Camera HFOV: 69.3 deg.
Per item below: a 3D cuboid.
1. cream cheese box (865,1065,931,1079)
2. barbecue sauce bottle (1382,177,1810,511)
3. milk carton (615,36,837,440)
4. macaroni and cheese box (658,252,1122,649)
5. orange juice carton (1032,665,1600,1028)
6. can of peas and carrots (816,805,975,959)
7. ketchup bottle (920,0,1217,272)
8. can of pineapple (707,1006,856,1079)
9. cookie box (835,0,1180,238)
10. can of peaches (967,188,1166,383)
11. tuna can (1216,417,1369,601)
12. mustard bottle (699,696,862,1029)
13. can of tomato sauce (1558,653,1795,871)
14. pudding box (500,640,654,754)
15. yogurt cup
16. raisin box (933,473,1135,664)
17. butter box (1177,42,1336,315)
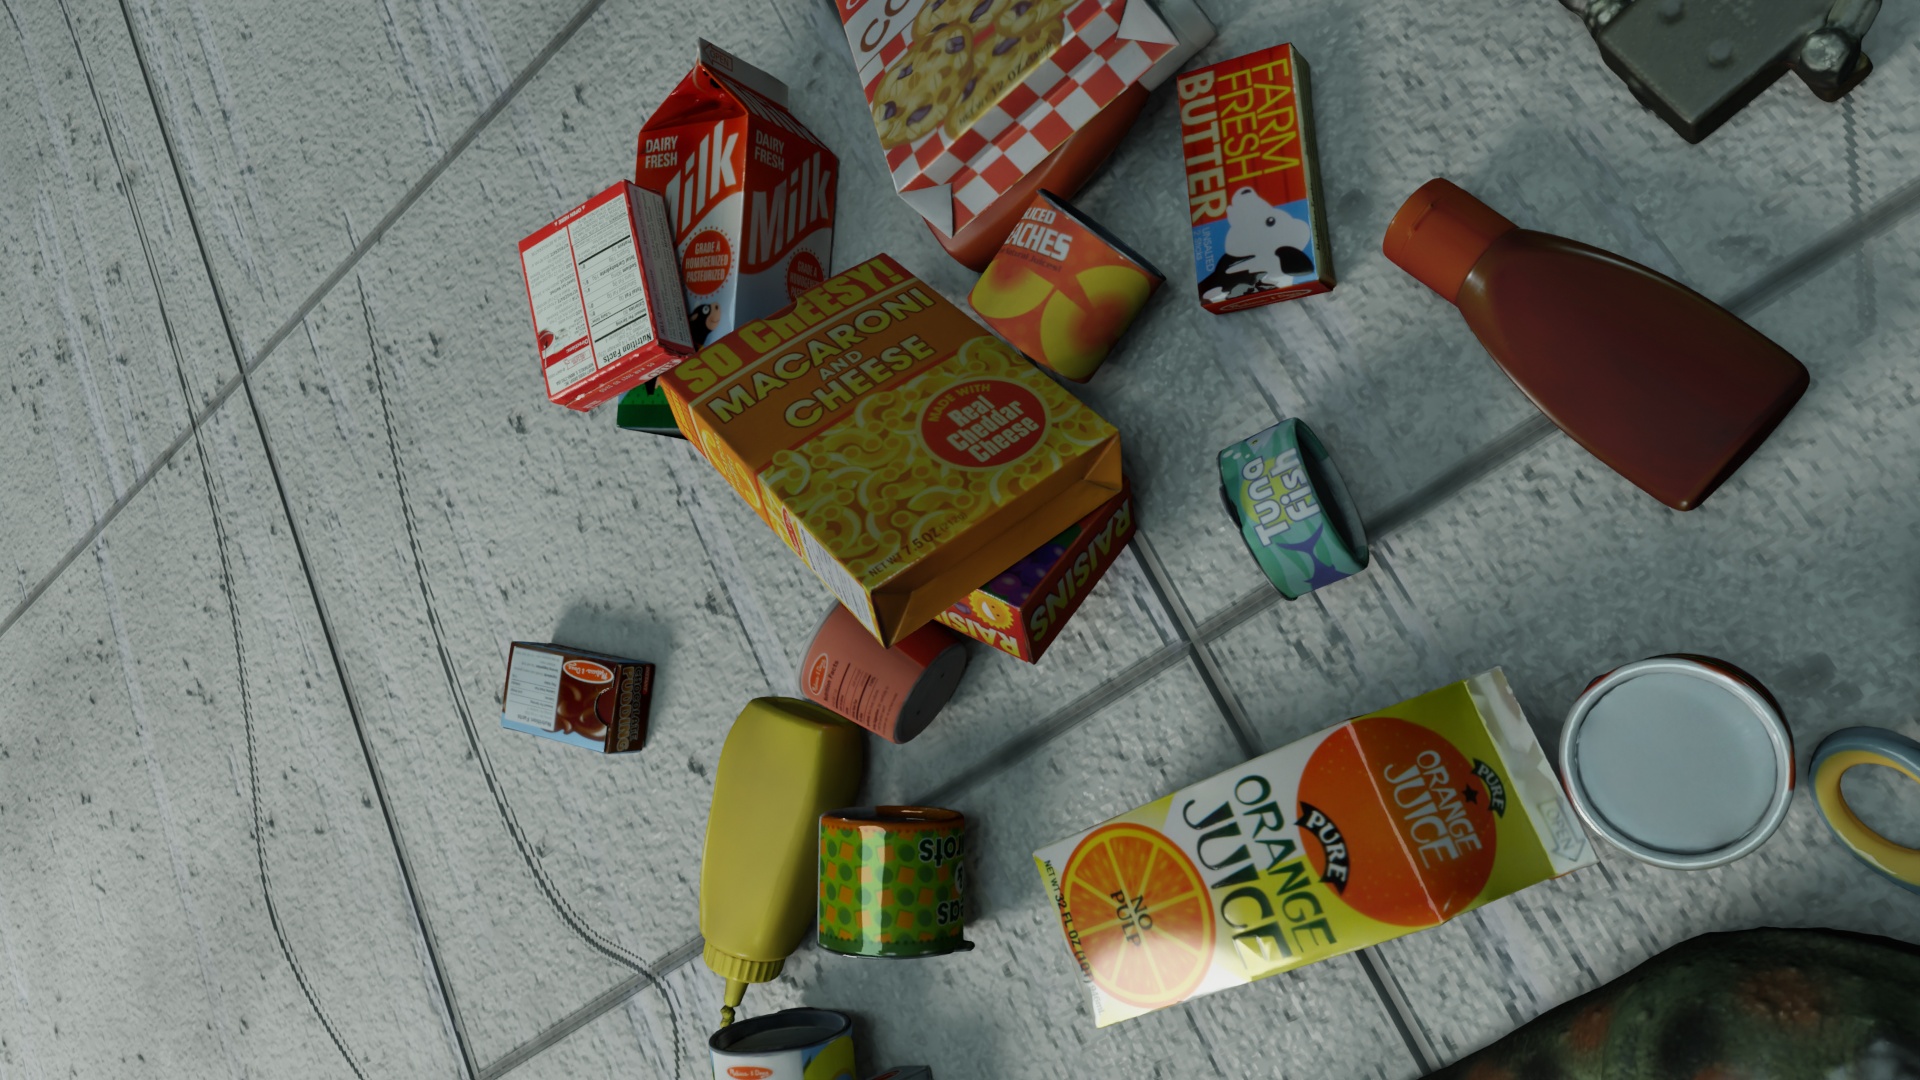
[{"bbox_3d":[-0.026,0.291,0.613,0.024,0.053,0.104,-19,76,30],"label":"cream cheese box"},{"bbox_3d":[0.222,-0.079,0.506,0.149,0.044,0.064,45,108,26],"label":"barbecue sauce bottle"},{"bbox_3d":[-0.114,-0.145,0.691,0.073,0.072,0.190,3,87,31],"label":"milk carton"},{"bbox_3d":[-0.032,-0.047,0.589,0.124,0.040,0.167,-33,53,-20],"label":"macaroni and cheese box"},{"bbox_3d":[0.127,0.114,0.511,0.192,0.073,0.072,-32,71,35],"label":"orange juice carton"},{"bbox_3d":[-0.029,0.151,0.620,0.071,0.071,0.059,-3,84,30],"label":"can of peas and carrots"},{"bbox_3d":[0.045,-0.189,0.619,0.148,0.043,0.065,-38,61,22],"label":"ketchup bottle"},{"bbox_3d":[-0.079,0.254,0.641,0.071,0.071,0.058,-8,86,30],"label":"can of pineapple"},{"bbox_3d":[0.013,-0.228,0.609,0.122,0.040,0.168,-37,45,22],"label":"cookie box"},{"bbox_3d":[0.043,-0.110,0.598,0.071,0.071,0.058,44,109,25],"label":"can of peaches"},{"bbox_3d":[0.129,-0.013,0.539,0.032,0.071,0.071,-27,73,25],"label":"tuna can"},{"bbox_3d":[-0.094,0.157,0.667,0.065,0.049,0.160,18,96,31],"label":"mustard bottle"},{"bbox_3d":[0.237,0.069,0.461,0.071,0.083,0.071,-2,85,30],"label":"can of tomato sauce"},{"bbox_3d":[-0.208,0.084,0.751,0.083,0.030,0.049,7,88,30],"label":"pudding box"},{"bbox_3d":[-0.034,0.056,0.633,0.054,0.072,0.072,33,102,20],"label":"yogurt cup"},{"bbox_3d":[0.002,-0.008,0.606,0.123,0.040,0.086,22,55,30],"label":"raisin box"},{"bbox_3d":[0.123,-0.150,0.581,0.053,0.024,0.103,-9,82,29],"label":"butter box"}]
